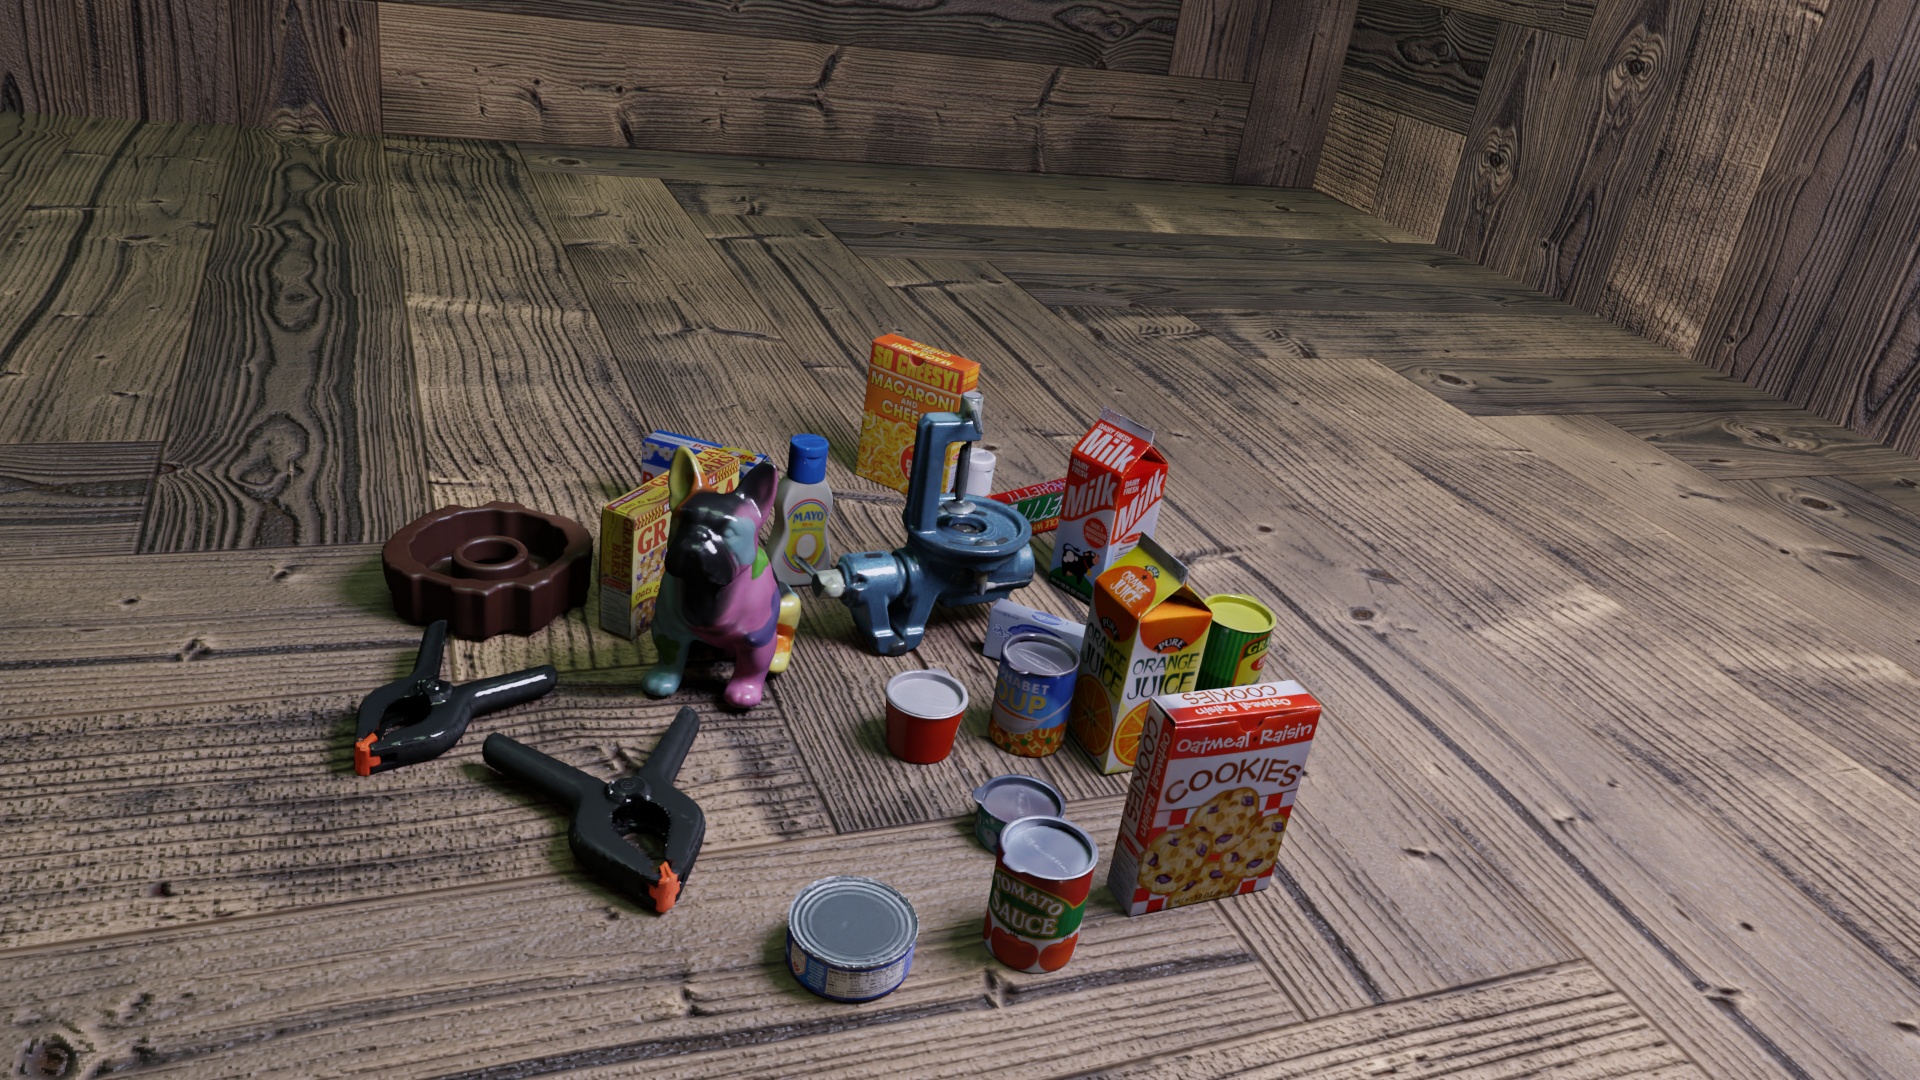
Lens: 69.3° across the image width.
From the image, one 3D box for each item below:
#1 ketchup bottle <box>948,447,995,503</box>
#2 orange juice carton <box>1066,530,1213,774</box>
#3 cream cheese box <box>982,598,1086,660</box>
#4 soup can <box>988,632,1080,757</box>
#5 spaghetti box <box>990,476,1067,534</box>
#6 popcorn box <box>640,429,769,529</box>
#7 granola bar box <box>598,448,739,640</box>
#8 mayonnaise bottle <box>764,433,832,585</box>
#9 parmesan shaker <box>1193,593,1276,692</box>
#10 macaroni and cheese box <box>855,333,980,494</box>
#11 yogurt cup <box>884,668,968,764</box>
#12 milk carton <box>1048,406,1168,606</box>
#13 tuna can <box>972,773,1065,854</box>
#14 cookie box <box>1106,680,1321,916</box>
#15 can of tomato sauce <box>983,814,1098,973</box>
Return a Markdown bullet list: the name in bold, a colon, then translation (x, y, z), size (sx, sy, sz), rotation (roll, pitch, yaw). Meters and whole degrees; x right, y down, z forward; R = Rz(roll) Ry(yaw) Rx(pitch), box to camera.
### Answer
- **ketchup bottle**: translation (0.005, -0.017, 1.366), size (0.043, 0.148, 0.065), rotation (23, 29, 26)
- **orange juice carton**: translation (0.149, 0.092, 1.144), size (0.073, 0.191, 0.072), rotation (-4, 29, -25)
- **cream cheese box**: translation (0.075, 0.094, 1.272), size (0.104, 0.053, 0.024), rotation (17, 27, 16)
- **soup can**: translation (0.059, 0.130, 1.161), size (0.071, 0.083, 0.071), rotation (7, 26, -3)
- **spaghetti box**: translation (0.071, -0.031, 1.526), size (0.251, 0.050, 0.029), rotation (-15, 35, -39)
- **popcorn box**: translation (-0.266, -0.058, 1.434), size (0.127, 0.084, 0.038), rotation (14, 26, 10)
- **granola bar box**: translation (-0.266, 0.000, 1.273), size (0.039, 0.123, 0.166), rotation (18, 27, 18)
- **mayonnaise bottle**: translation (-0.153, -0.029, 1.340), size (0.065, 0.147, 0.041), rotation (-4, 29, -25)
- **parmesan shaker**: translation (0.239, 0.107, 1.242), size (0.071, 0.102, 0.071), rotation (7, 26, -3)
- **macaroni and cheese box**: translation (-0.050, -0.135, 1.565), size (0.124, 0.165, 0.040), rotation (22, 29, 24)
- **yogurt cup**: translation (-0.031, 0.146, 1.135), size (0.072, 0.053, 0.073), rotation (7, 26, -3)
- **milk carton**: translation (0.152, -0.035, 1.401), size (0.074, 0.189, 0.072), rotation (-15, 35, -40)
- **tuna can**: translation (0.042, 0.209, 1.053), size (0.071, 0.032, 0.071), rotation (7, 26, -3)
- **cookie box**: translation (0.181, 0.184, 0.996), size (0.123, 0.166, 0.040), rotation (-4, 29, -24)
- **can of tomato sauce**: translation (0.052, 0.240, 0.939), size (0.071, 0.082, 0.071), rotation (7, 26, -3)
